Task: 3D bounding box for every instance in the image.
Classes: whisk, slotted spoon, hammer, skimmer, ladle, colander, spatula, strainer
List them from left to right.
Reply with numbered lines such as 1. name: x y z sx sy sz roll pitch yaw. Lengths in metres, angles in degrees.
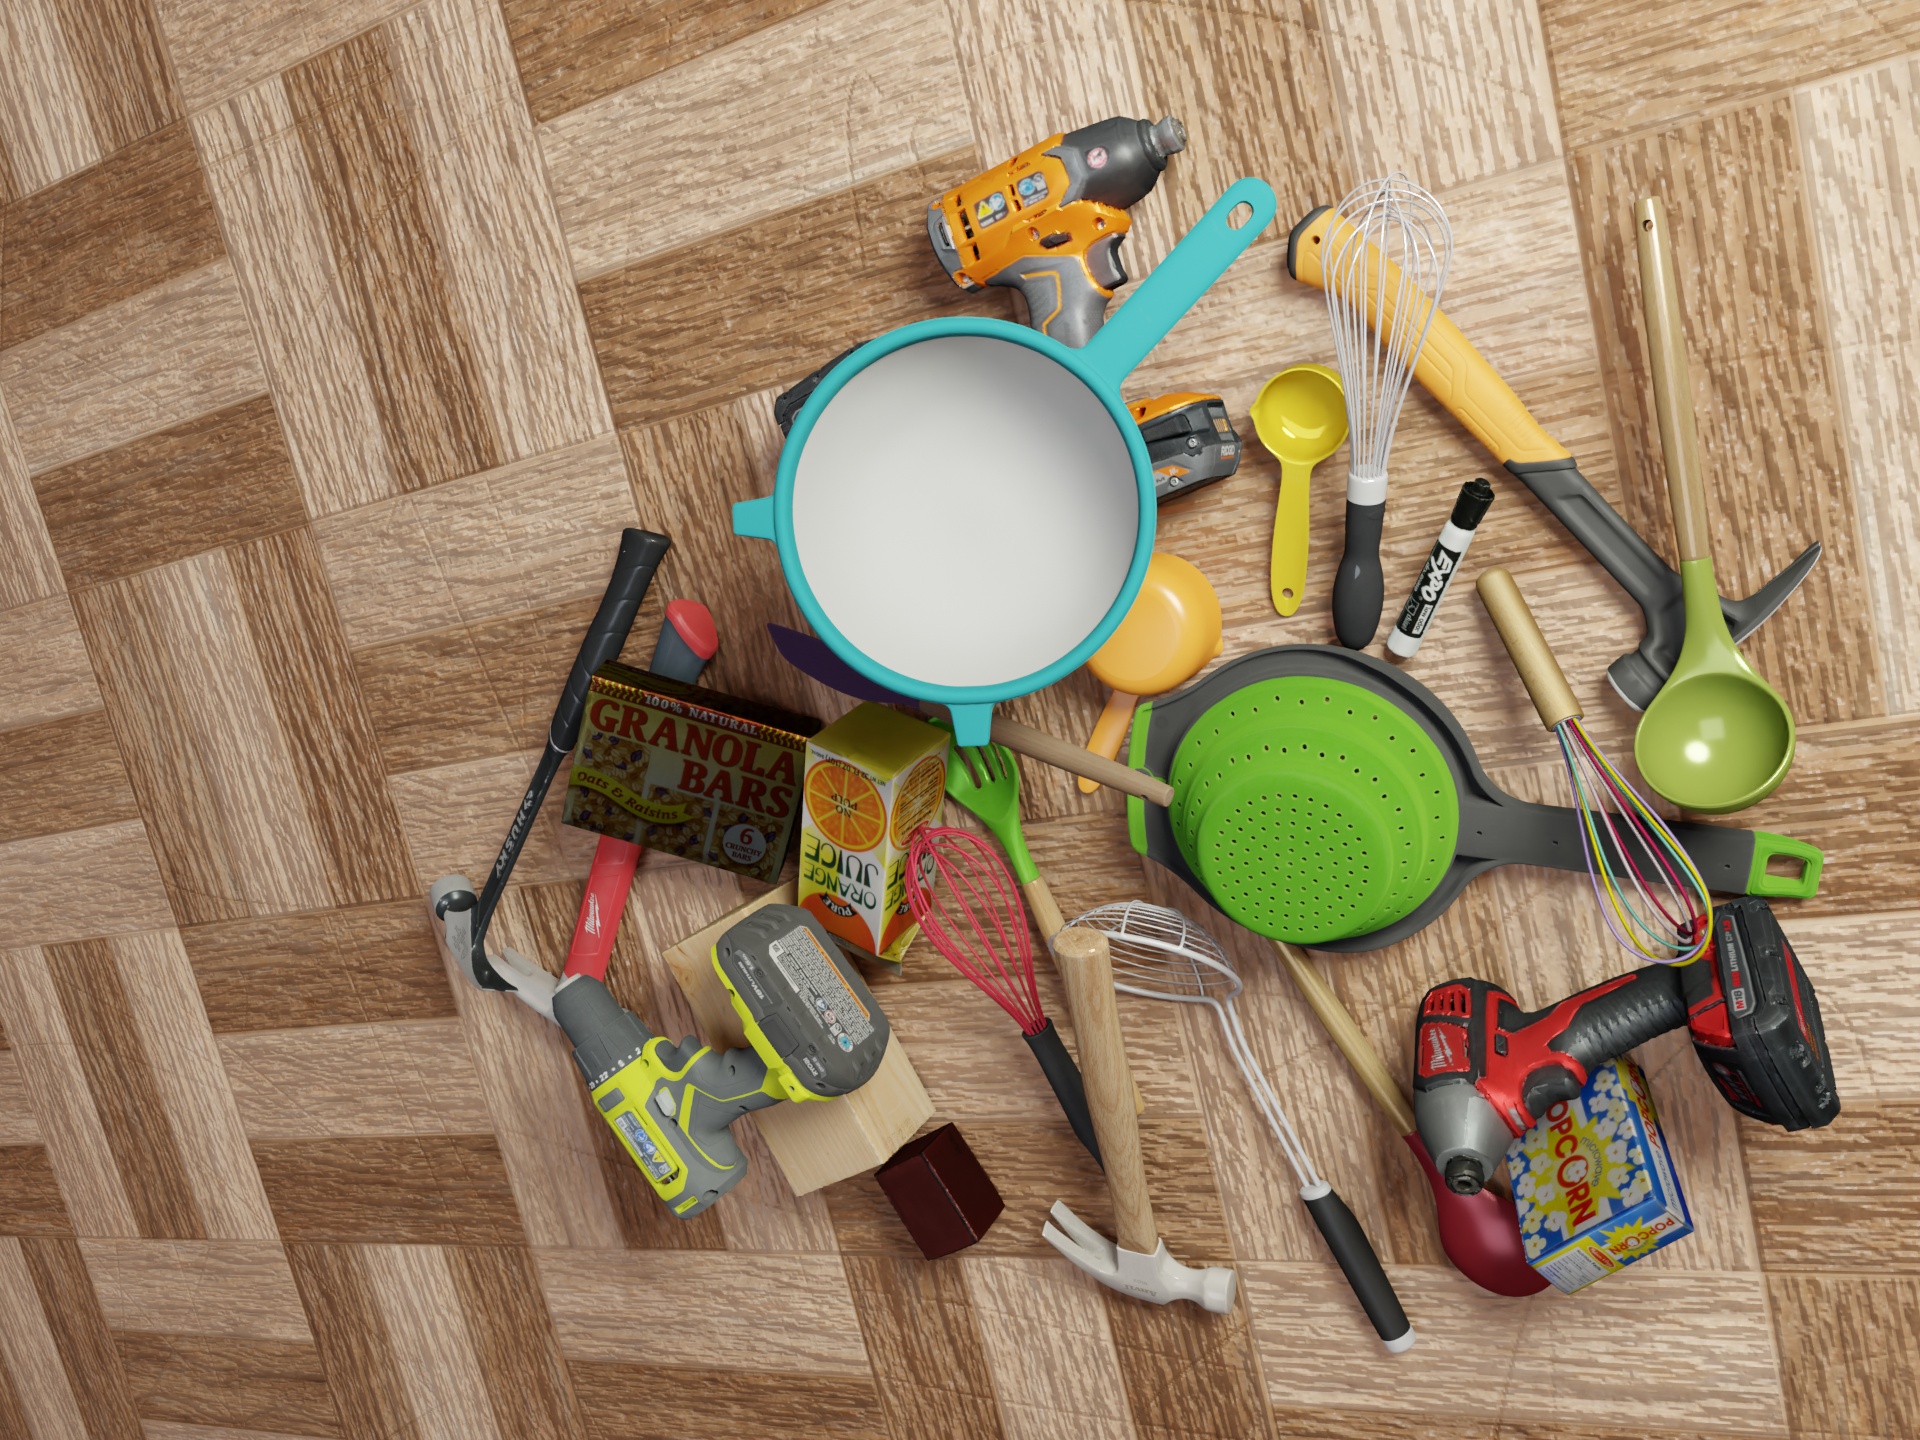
1. hammer: -0.315 0.030 1.228 0.149 0.036 0.408 51 120 44
2. hammer: -0.274 0.075 1.244 0.143 0.038 0.386 29 115 18
3. spatula: -0.002 -0.003 1.024 0.316 0.018 0.059 21 152 31
4. whisk: 0.044 0.195 1.094 0.073 0.073 0.295 -21 106 29
5. slotted spoon: 0.058 0.134 1.102 0.070 0.031 0.313 -21 96 40
6. strainer: 0.049 -0.164 0.898 0.211 0.095 0.340 43 99 -1
7. hammer: 0.101 0.271 1.058 0.130 0.031 0.331 3 124 25
8. skimmer: 0.185 0.272 1.042 0.363 0.090 0.127 61 148 -2
9. whisk: 0.229 -0.161 0.889 0.070 0.070 0.284 12 127 23
10. ladle: 0.277 0.241 1.025 0.069 0.031 0.315 -37 84 31
11. colander: 0.280 0.074 0.918 0.397 0.094 0.204 7 114 19
12. hammer: 0.313 -0.167 0.888 0.337 0.034 0.127 48 120 7
13. whisk: 0.345 0.019 0.872 0.051 0.047 0.245 -15 65 -7
14. ladle: 0.374 -0.108 0.823 0.078 0.062 0.320 -6 100 35

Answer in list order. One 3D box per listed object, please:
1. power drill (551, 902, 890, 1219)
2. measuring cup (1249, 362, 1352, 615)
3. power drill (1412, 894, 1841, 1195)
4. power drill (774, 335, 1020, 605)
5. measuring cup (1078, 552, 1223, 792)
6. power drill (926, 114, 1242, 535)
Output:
1. power drill: -0.177 0.225 1.113 0.228 0.080 0.190 -38 86 31
2. measuring cup: 0.205 -0.139 0.961 0.062 0.029 0.156 11 120 21
3. power drill: 0.360 0.190 0.896 0.219 0.143 0.078 -24 114 32
4. power drill: -0.035 -0.123 1.040 0.188 0.080 0.226 -20 96 48
5. measuring cup: 0.102 -0.023 1.021 0.095 0.052 0.173 27 112 17
6. power drill: 0.088 -0.241 0.955 0.164 0.084 0.226 -20 91 29
